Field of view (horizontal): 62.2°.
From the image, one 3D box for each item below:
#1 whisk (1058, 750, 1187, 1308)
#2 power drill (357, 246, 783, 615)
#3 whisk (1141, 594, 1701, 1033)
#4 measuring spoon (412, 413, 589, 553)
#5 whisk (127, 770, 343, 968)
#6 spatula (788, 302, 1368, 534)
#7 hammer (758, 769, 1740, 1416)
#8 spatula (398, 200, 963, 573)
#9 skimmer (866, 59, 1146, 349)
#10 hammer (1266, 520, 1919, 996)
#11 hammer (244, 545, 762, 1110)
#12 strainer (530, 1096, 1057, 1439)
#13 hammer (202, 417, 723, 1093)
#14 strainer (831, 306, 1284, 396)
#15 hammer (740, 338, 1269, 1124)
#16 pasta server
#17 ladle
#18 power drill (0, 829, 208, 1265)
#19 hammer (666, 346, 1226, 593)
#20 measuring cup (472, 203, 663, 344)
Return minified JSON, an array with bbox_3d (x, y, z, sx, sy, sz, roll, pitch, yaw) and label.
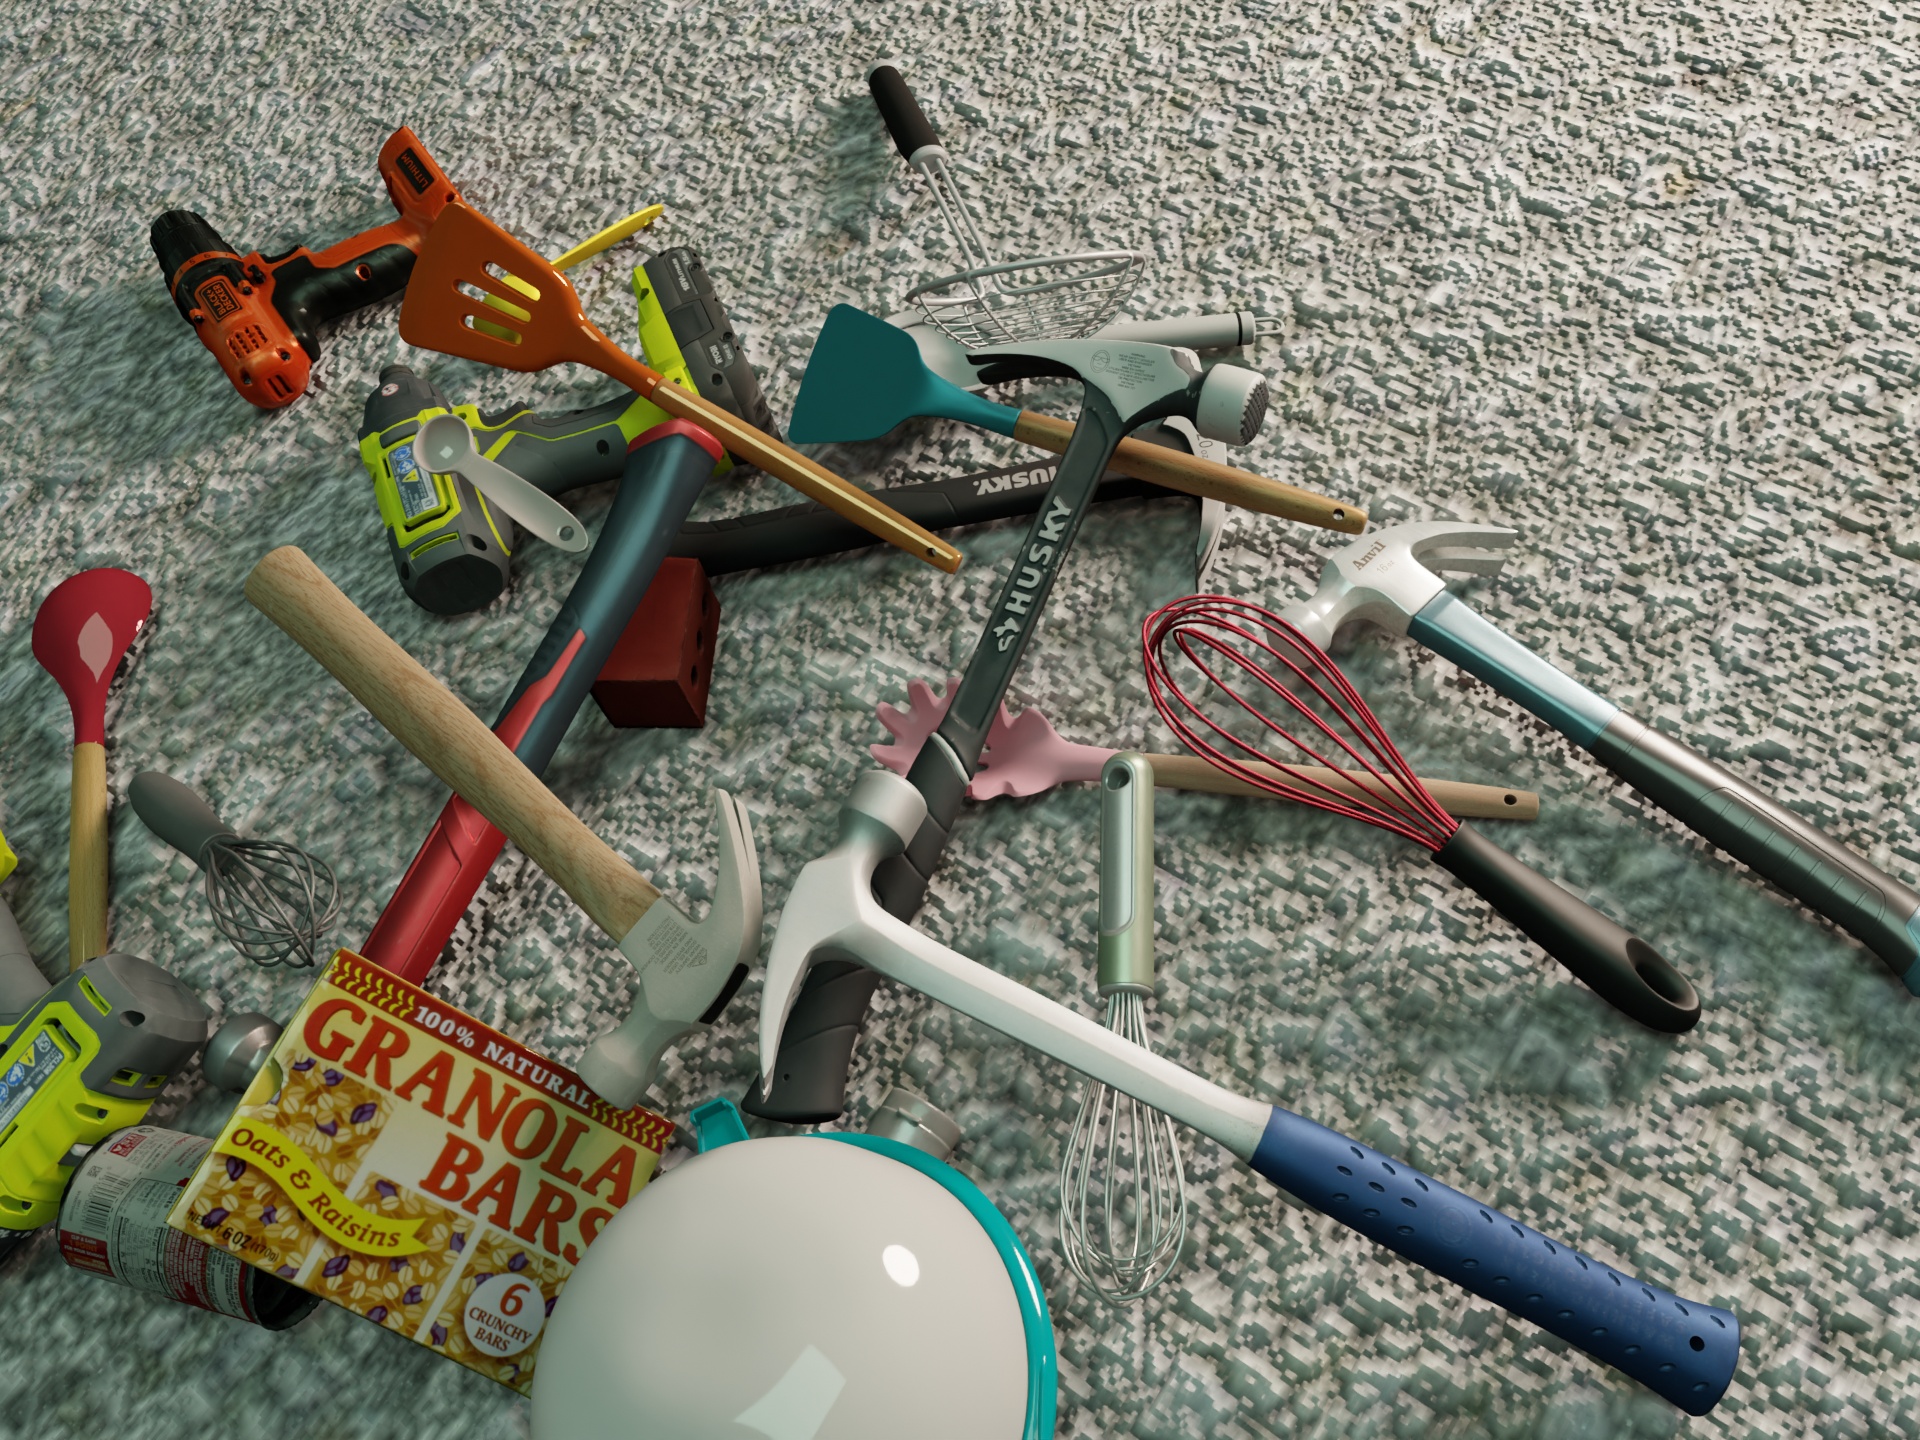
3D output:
[{"bbox_3d":[0.071,0.126,0.695,0.058,0.059,0.247,-15,59,34],"label":"whisk"},{"bbox_3d":[-0.230,-0.175,0.912,0.223,0.080,0.171,-25,61,-2],"label":"power drill"},{"bbox_3d":[0.201,0.042,0.712,0.296,0.073,0.073,38,71,10],"label":"whisk"},{"bbox_3d":[-0.241,-0.122,0.844,0.124,0.018,0.034,35,85,17],"label":"measuring spoon"},{"bbox_3d":[-0.362,0.063,0.772,0.239,0.055,0.055,20,63,44],"label":"whisk"},{"bbox_3d":[0.057,-0.147,0.835,0.317,0.044,0.082,19,89,11],"label":"spatula"},{"bbox_3d":[0.107,0.166,0.634,0.405,0.035,0.144,26,61,7],"label":"hammer"},{"bbox_3d":[-0.141,-0.160,0.829,0.322,0.041,0.081,31,107,6],"label":"spatula"},{"bbox_3d":[-0.002,-0.323,0.924,0.127,0.090,0.364,-11,49,-11],"label":"skimmer"},{"bbox_3d":[0.310,0.014,0.738,0.331,0.033,0.128,39,63,23],"label":"hammer"},{"bbox_3d":[-0.220,0.020,0.734,0.331,0.031,0.130,39,84,20],"label":"hammer"},{"bbox_3d":[-0.023,0.246,0.548,0.340,0.095,0.211,10,58,30],"label":"strainer"},{"bbox_3d":[-0.207,0.029,0.765,0.143,0.038,0.386,24,79,19],"label":"hammer"},{"bbox_3d":[0.057,-0.211,0.909,0.258,0.050,0.087,-6,47,-1],"label":"strainer"},{"bbox_3d":[-0.001,-0.002,0.746,0.149,0.036,0.409,21,79,24],"label":"hammer"},{"bbox_3d":[0.114,0.024,0.766,0.316,0.040,0.060,5,74,10],"label":"pasta server"},{"bbox_3d":[-0.468,0.038,0.853,0.069,0.031,0.316,-16,61,-2],"label":"ladle"},{"bbox_3d":[-0.487,0.151,0.755,0.229,0.080,0.190,38,86,24],"label":"power drill"},{"bbox_3d":[-0.019,-0.111,0.866,0.335,0.035,0.146,-11,59,2],"label":"hammer"},{"bbox_3d":[-0.236,-0.279,0.995,0.029,0.062,0.156,48,61,-2],"label":"measuring cup"}]
